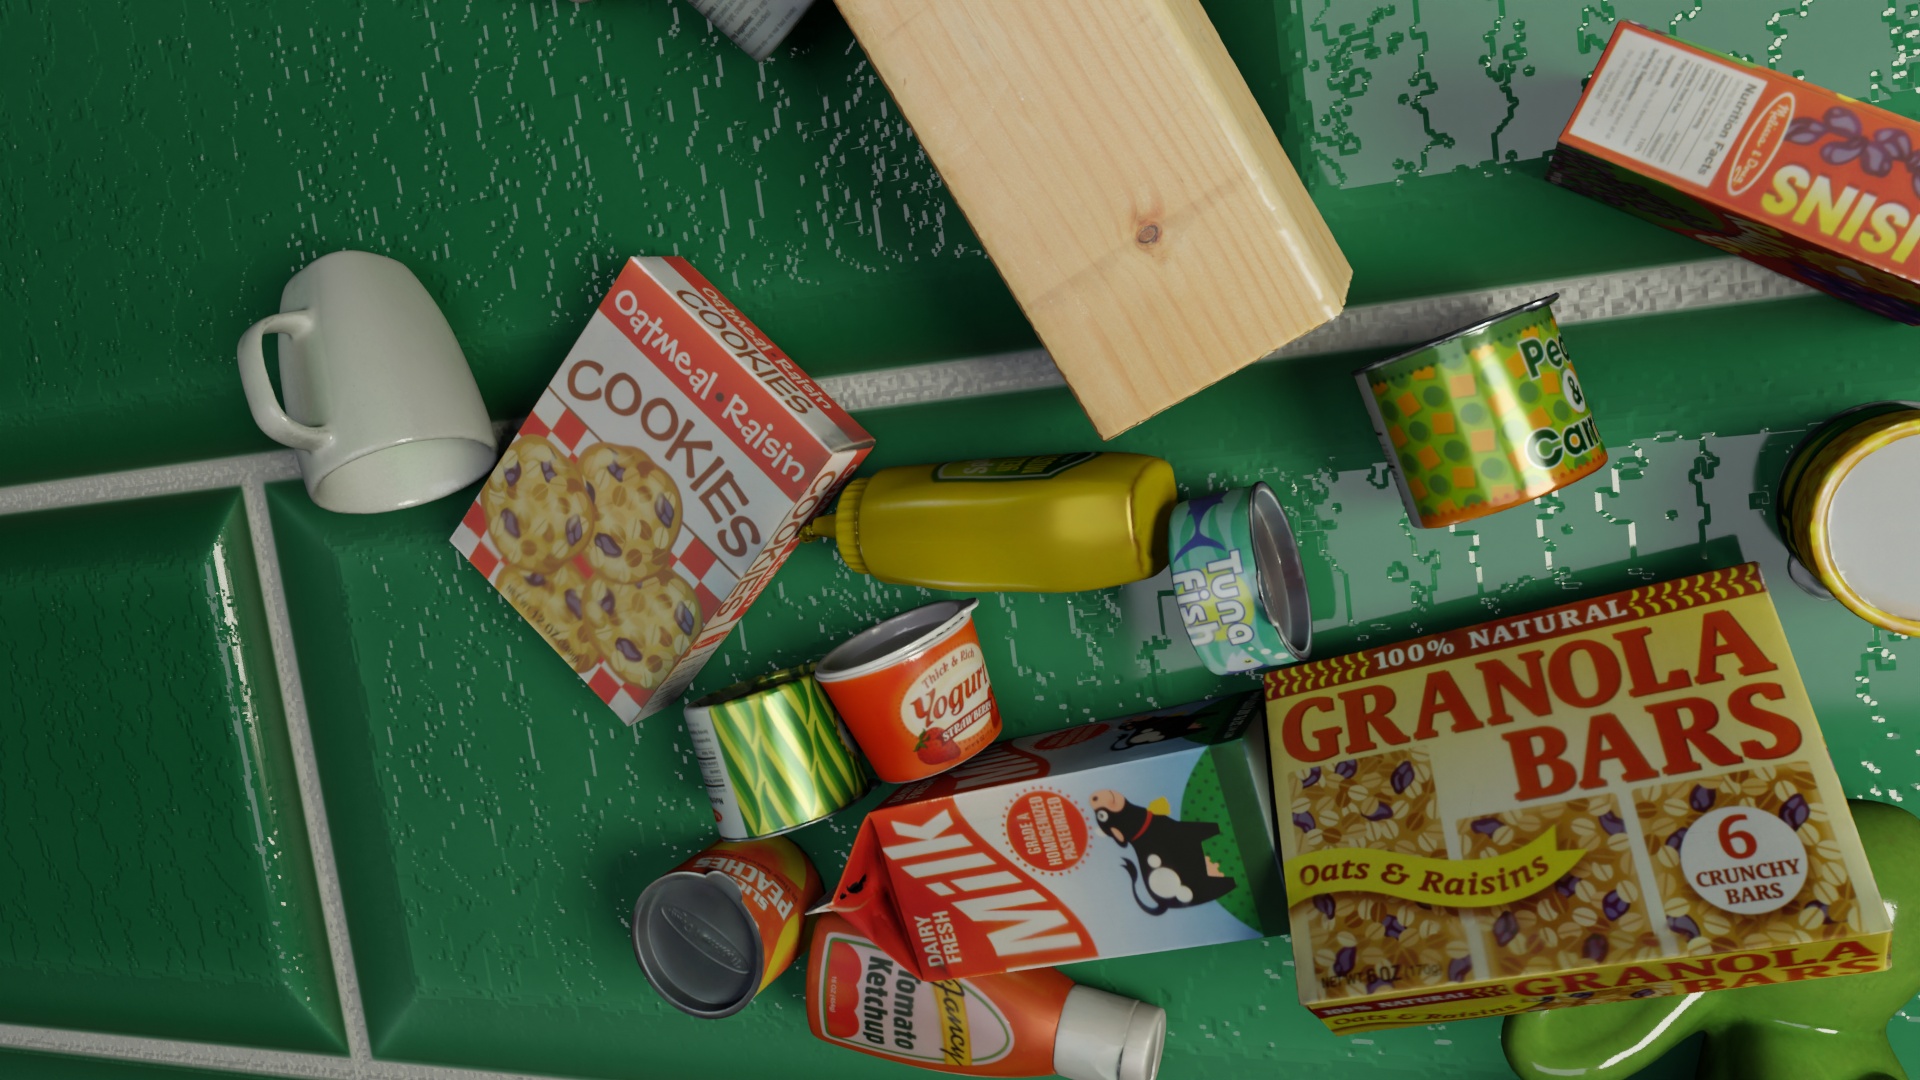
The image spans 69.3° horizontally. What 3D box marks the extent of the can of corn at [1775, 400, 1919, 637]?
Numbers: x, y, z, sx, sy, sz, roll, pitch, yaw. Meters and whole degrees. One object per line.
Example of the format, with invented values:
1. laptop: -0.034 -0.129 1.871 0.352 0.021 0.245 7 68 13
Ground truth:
1. can of corn: 0.290 -0.006 0.425 0.071 0.058 0.071 4 100 22

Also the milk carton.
1. milk carton: 0.035 0.118 0.543 0.190 0.072 0.073 -15 94 24

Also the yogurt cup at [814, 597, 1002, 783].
1. yogurt cup: -0.018 0.062 0.561 0.072 0.073 0.054 -19 100 24

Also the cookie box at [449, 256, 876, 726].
1. cookie box: -0.133 -0.021 0.606 0.123 0.040 0.167 44 113 10

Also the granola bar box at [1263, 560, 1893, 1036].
1. granola bar box: 0.190 0.086 0.455 0.165 0.039 0.125 -16 51 24

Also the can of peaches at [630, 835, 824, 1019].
1. can of peaches: -0.100 0.166 0.614 0.071 0.058 0.071 4 100 22

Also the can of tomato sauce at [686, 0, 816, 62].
1. can of tomato sauce: -0.087 -0.234 0.521 0.083 0.071 0.071 38 115 -21

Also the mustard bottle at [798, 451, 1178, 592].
1. mustard bottle: 0.002 -0.007 0.541 0.160 0.065 0.048 -1 103 26

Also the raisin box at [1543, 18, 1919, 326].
1. raisin box: 0.243 -0.107 0.412 0.123 0.086 0.040 29 104 16

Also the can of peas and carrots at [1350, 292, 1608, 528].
1. can of peas and carrots: 0.174 -0.042 0.461 0.071 0.071 0.058 -21 92 24

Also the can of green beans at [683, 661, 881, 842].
1. can of green beans: -0.077 0.088 0.587 0.071 0.071 0.058 -15 93 24

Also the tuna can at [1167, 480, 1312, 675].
1. tuna can: 0.100 0.015 0.499 0.033 0.071 0.071 -15 93 25

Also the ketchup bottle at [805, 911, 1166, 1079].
1. ketchup bottle: 0.010 0.195 0.582 0.149 0.044 0.064 8 102 20

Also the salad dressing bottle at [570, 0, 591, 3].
1. salad dressing bottle: -0.124 -0.286 0.556 0.147 0.044 0.064 -41 86 21
